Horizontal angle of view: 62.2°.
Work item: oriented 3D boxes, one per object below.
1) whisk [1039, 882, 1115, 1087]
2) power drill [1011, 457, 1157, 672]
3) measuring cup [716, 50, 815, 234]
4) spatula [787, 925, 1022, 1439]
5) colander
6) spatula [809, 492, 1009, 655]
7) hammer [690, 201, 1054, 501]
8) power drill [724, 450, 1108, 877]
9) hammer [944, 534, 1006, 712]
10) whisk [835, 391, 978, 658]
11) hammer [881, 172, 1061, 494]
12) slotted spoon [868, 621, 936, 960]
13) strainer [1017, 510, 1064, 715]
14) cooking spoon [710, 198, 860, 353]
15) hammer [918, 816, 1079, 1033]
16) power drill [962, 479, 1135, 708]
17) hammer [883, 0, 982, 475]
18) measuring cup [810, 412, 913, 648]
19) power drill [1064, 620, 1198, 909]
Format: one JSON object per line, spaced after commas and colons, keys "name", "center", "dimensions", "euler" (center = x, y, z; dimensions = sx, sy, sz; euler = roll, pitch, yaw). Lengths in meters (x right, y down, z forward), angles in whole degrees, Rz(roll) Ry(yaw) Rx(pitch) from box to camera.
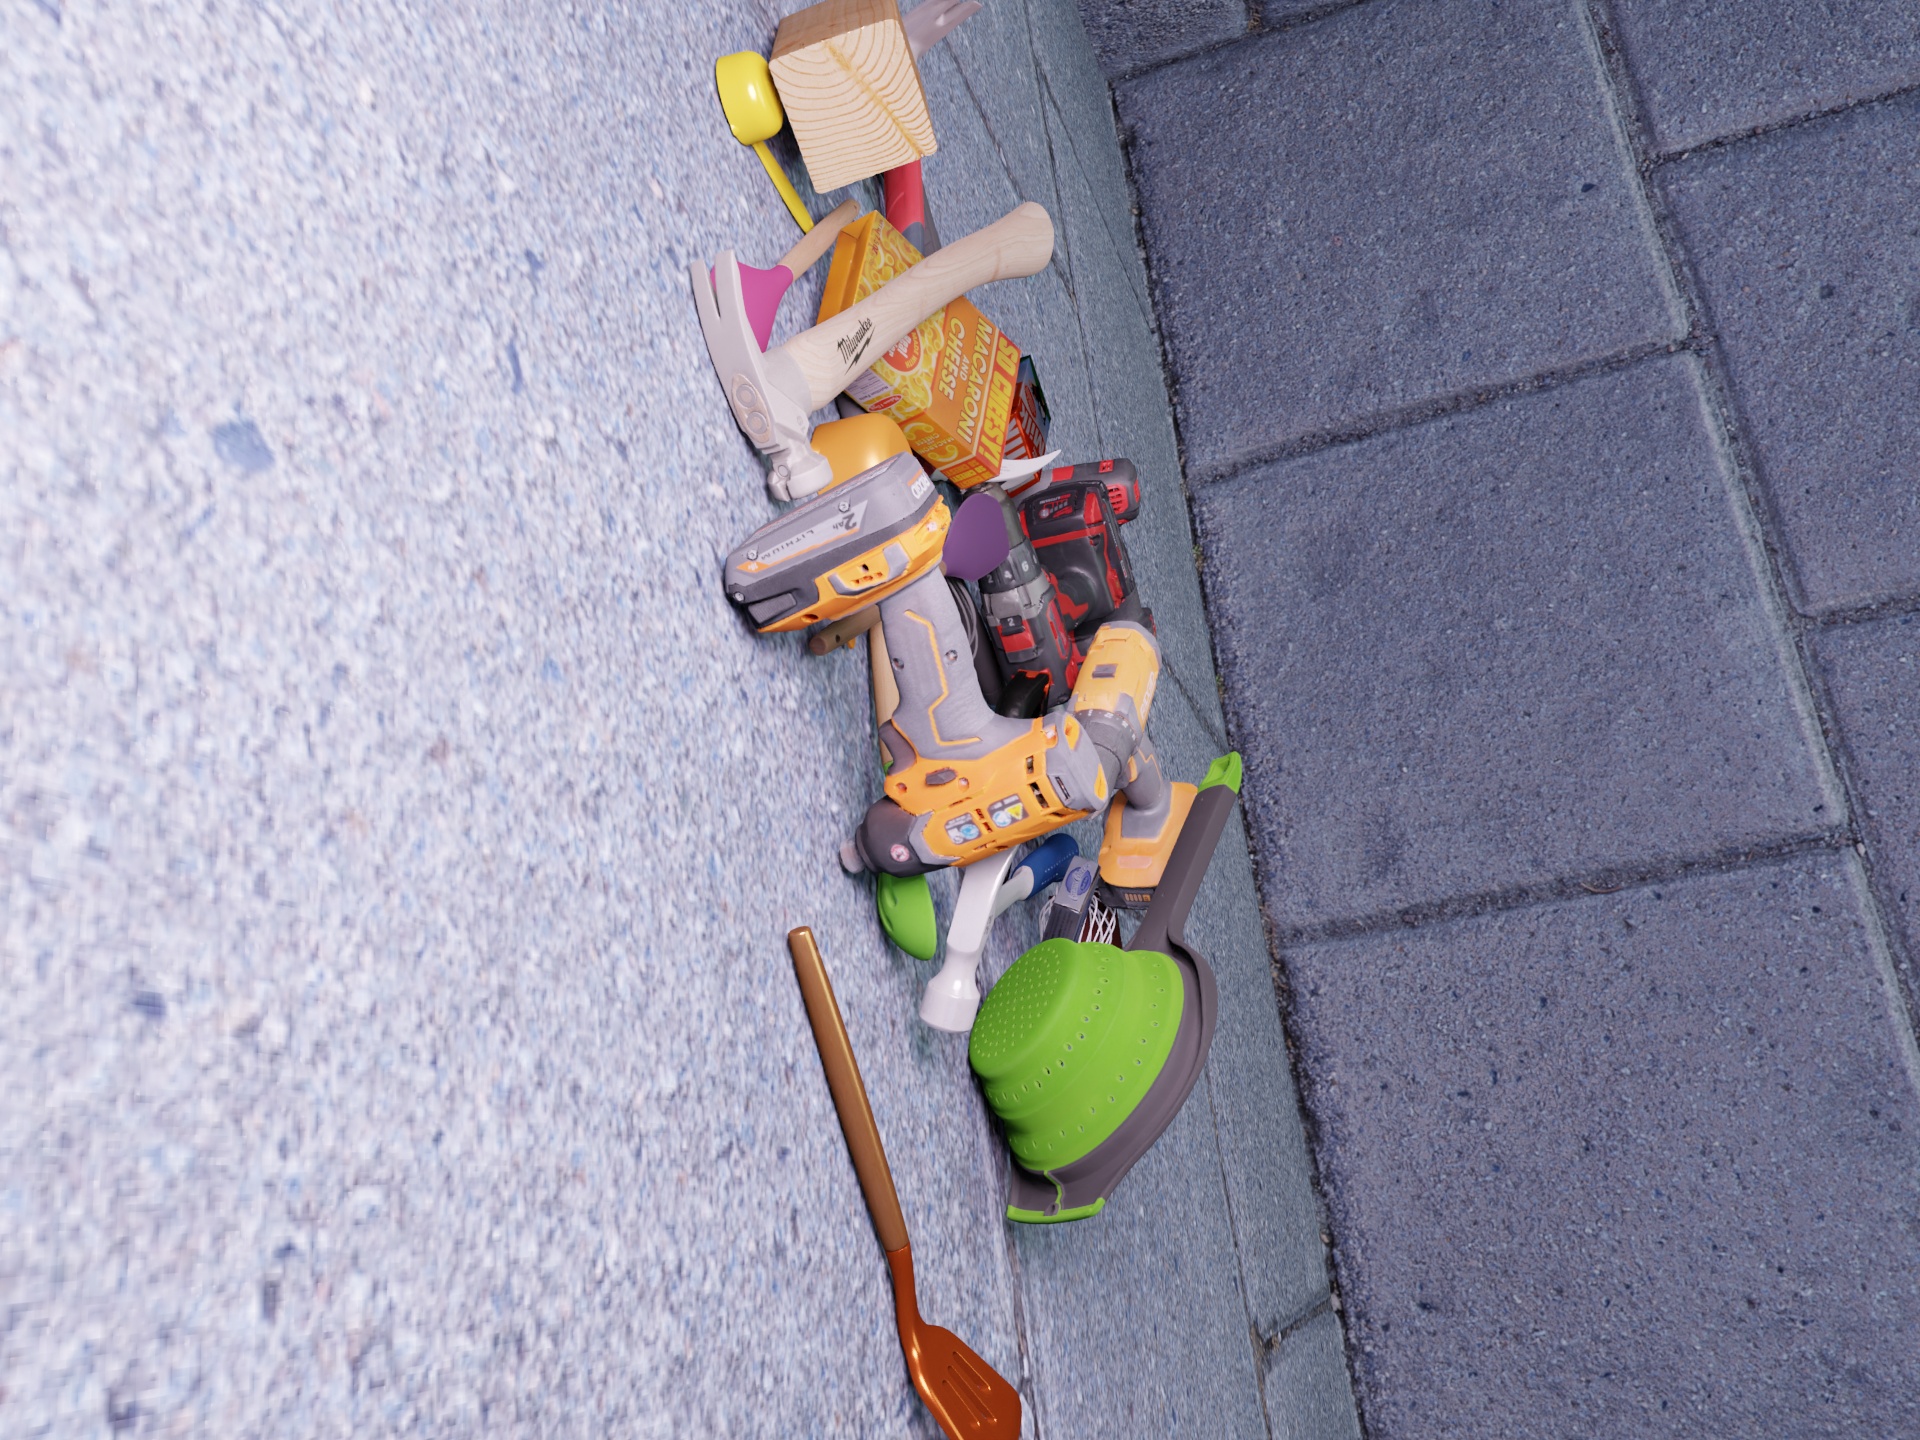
{"name": "whisk", "center": [0.083, 0.226, 1.286], "dimensions": [0.285, 0.070, 0.070], "euler": [-72, 146, -53]}
{"name": "power drill", "center": [0.116, -0.145, 1.564], "dimensions": [0.079, 0.143, 0.219], "euler": [-78, 158, -60]}
{"name": "measuring cup", "center": [-0.121, -0.388, 1.087], "dimensions": [0.156, 0.029, 0.062], "euler": [54, 28, -55]}
{"name": "spatula", "center": [-0.033, 0.261, 0.862], "dimensions": [0.081, 0.041, 0.322], "euler": [-46, 121, -71]}
{"name": "colander", "center": [0.105, 0.157, 1.137], "dimensions": [0.094, 0.204, 0.397], "euler": [39, 56, -16]}
{"name": "spatula", "center": [-0.026, -0.100, 1.083], "dimensions": [0.316, 0.018, 0.059], "euler": [-43, 123, -59]}
{"name": "hammer", "center": [-0.036, -0.292, 1.067], "dimensions": [0.411, 0.038, 0.146], "euler": [-49, 125, -49]}
{"name": "power drill", "center": [-0.038, -0.017, 0.897], "dimensions": [0.226, 0.164, 0.084], "euler": [60, 20, -14]}
{"name": "hammer", "center": [0.025, -0.033, 1.326], "dimensions": [0.128, 0.033, 0.330], "euler": [-86, 158, -49]}
{"name": "whisk", "center": [-0.041, -0.146, 1.152], "dimensions": [0.055, 0.055, 0.239], "euler": [-61, 132, -68]}
{"name": "hammer", "center": [-0.012, -0.348, 1.355], "dimensions": [0.146, 0.035, 0.335], "euler": [-2, 71, -40]}
{"name": "slotted spoon", "center": [-0.046, 0.009, 1.037], "dimensions": [0.070, 0.031, 0.314], "euler": [113, -24, -54]}
{"name": "strainer", "center": [0.063, -0.090, 1.445], "dimensions": [0.086, 0.050, 0.259], "euler": [43, 30, -55]}
{"name": "cooking spoon", "center": [-0.111, -0.305, 1.062], "dimensions": [0.319, 0.017, 0.068], "euler": [-71, 145, -57]}
{"name": "hammer", "center": [0.045, 0.113, 1.141], "dimensions": [0.405, 0.035, 0.144], "euler": [-6, 112, -79]}
{"name": "power drill", "center": [0.068, -0.133, 1.332], "dimensions": [0.187, 0.080, 0.227], "euler": [70, 25, -19]}
{"name": "hammer", "center": [-0.033, -0.377, 1.238], "dimensions": [0.038, 0.143, 0.386], "euler": [12, 67, -42]}
{"name": "measuring cup", "center": [-0.057, -0.128, 1.060], "dimensions": [0.095, 0.052, 0.174], "euler": [52, 28, -57]}
{"name": "power drill", "center": [0.133, 0.060, 1.279], "dimensions": [0.185, 0.084, 0.226], "euler": [-69, 149, -42]}
